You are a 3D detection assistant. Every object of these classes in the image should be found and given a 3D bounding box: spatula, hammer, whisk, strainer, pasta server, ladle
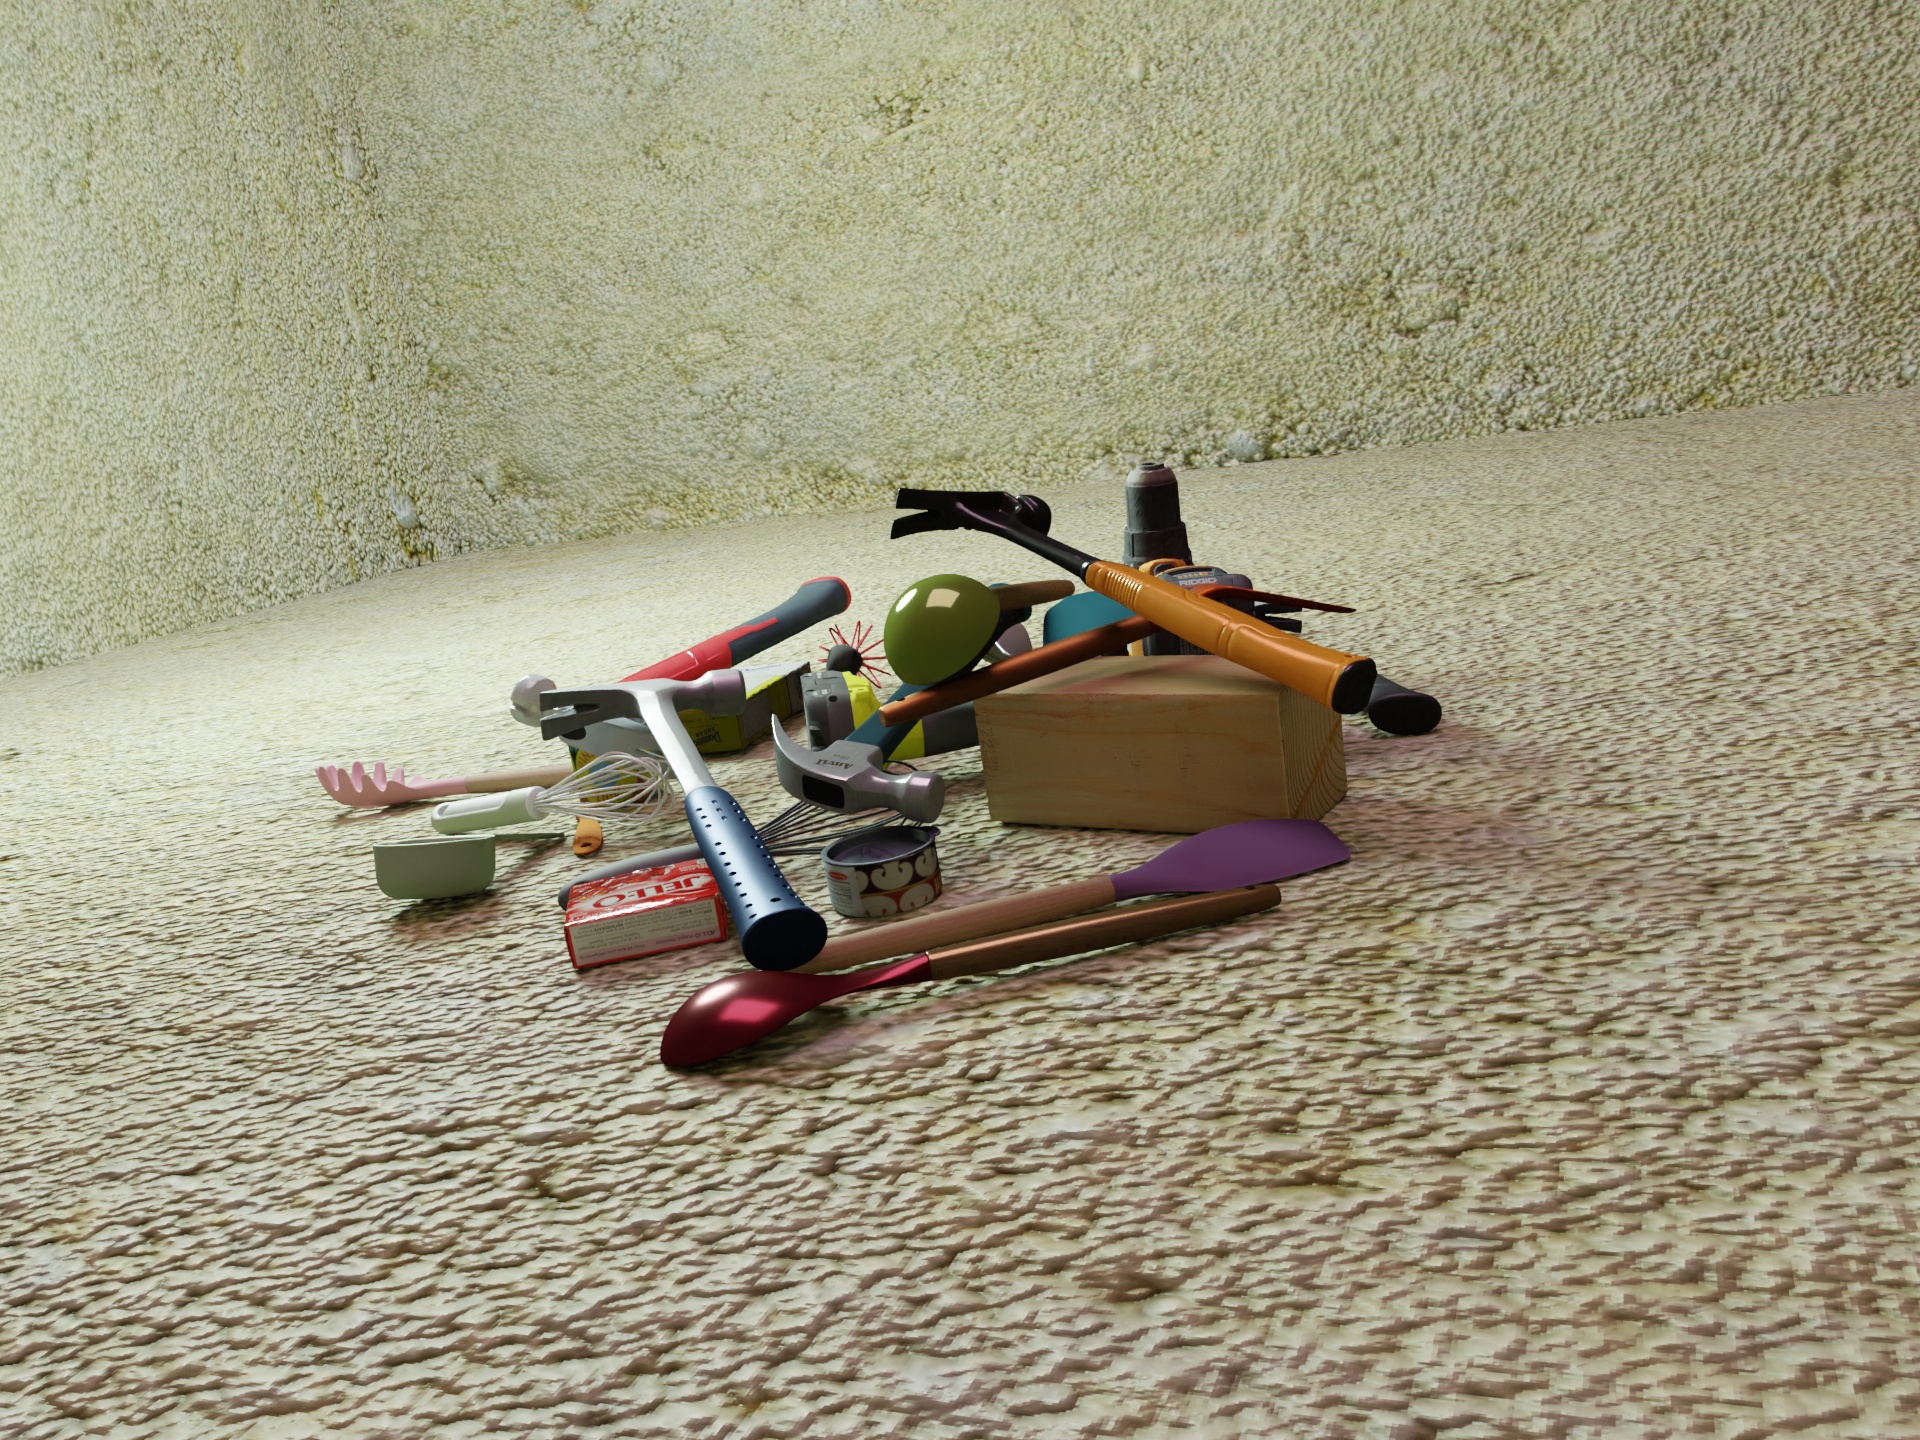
[{"bbox_3d":[0.086,-0.063,1.193,0.082,0.044,0.317,-17,-4,-2],"label":"spatula"},{"bbox_3d":[0.268,-0.050,1.253,0.149,0.036,0.409,-4,14,-11],"label":"hammer"},{"bbox_3d":[0.098,-0.044,0.993,0.322,0.041,0.081,-20,16,-21],"label":"spatula"},{"bbox_3d":[0.102,-0.078,0.951,0.127,0.034,0.337,-5,25,-41],"label":"hammer"},{"bbox_3d":[0.055,0.094,0.841,0.316,0.018,0.060,-12,28,-13],"label":"spatula"},{"bbox_3d":[-0.160,0.045,0.953,0.144,0.035,0.406,-6,20,-19],"label":"hammer"},{"bbox_3d":[-0.297,0.058,1.139,0.246,0.059,0.058,-10,38,34],"label":"whisk"},{"bbox_3d":[-0.020,-0.024,1.068,0.128,0.033,0.331,8,27,19],"label":"hammer"},{"bbox_3d":[-0.132,0.076,0.988,0.239,0.055,0.055,-16,15,-14],"label":"whisk"},{"bbox_3d":[-0.183,-0.050,1.295,0.143,0.038,0.386,19,26,20],"label":"hammer"},{"bbox_3d":[0.009,-0.057,1.365,0.086,0.050,0.258,30,-14,-14],"label":"strainer"},{"bbox_3d":[-0.379,0.043,1.303,0.316,0.040,0.060,-5,3,11],"label":"pasta server"},{"bbox_3d":[0.031,-0.072,1.075,0.078,0.062,0.320,-28,-3,22],"label":"ladle"},{"bbox_3d":[0.010,0.116,0.771,0.315,0.031,0.069,-10,11,-12],"label":"ladle"},{"bbox_3d":[-0.094,-0.051,1.363,0.073,0.073,0.296,-9,4,0],"label":"whisk"}]

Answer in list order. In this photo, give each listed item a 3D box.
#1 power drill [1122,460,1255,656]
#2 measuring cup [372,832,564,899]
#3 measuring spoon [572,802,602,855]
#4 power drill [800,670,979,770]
[{"bbox_3d":[0.162,-0.091,1.196,0.084,0.185,0.226,-6,16,-1],"label":"power drill"},{"bbox_3d":[-0.322,0.096,1.073,0.083,0.038,0.167,-4,-2,24],"label":"measuring cup"},{"bbox_3d":[-0.268,0.077,1.141,0.021,0.011,0.117,-11,14,-10],"label":"measuring spoon"},{"bbox_3d":[-0.002,-0.004,1.175,0.223,0.080,0.171,-7,13,-6],"label":"power drill"}]
